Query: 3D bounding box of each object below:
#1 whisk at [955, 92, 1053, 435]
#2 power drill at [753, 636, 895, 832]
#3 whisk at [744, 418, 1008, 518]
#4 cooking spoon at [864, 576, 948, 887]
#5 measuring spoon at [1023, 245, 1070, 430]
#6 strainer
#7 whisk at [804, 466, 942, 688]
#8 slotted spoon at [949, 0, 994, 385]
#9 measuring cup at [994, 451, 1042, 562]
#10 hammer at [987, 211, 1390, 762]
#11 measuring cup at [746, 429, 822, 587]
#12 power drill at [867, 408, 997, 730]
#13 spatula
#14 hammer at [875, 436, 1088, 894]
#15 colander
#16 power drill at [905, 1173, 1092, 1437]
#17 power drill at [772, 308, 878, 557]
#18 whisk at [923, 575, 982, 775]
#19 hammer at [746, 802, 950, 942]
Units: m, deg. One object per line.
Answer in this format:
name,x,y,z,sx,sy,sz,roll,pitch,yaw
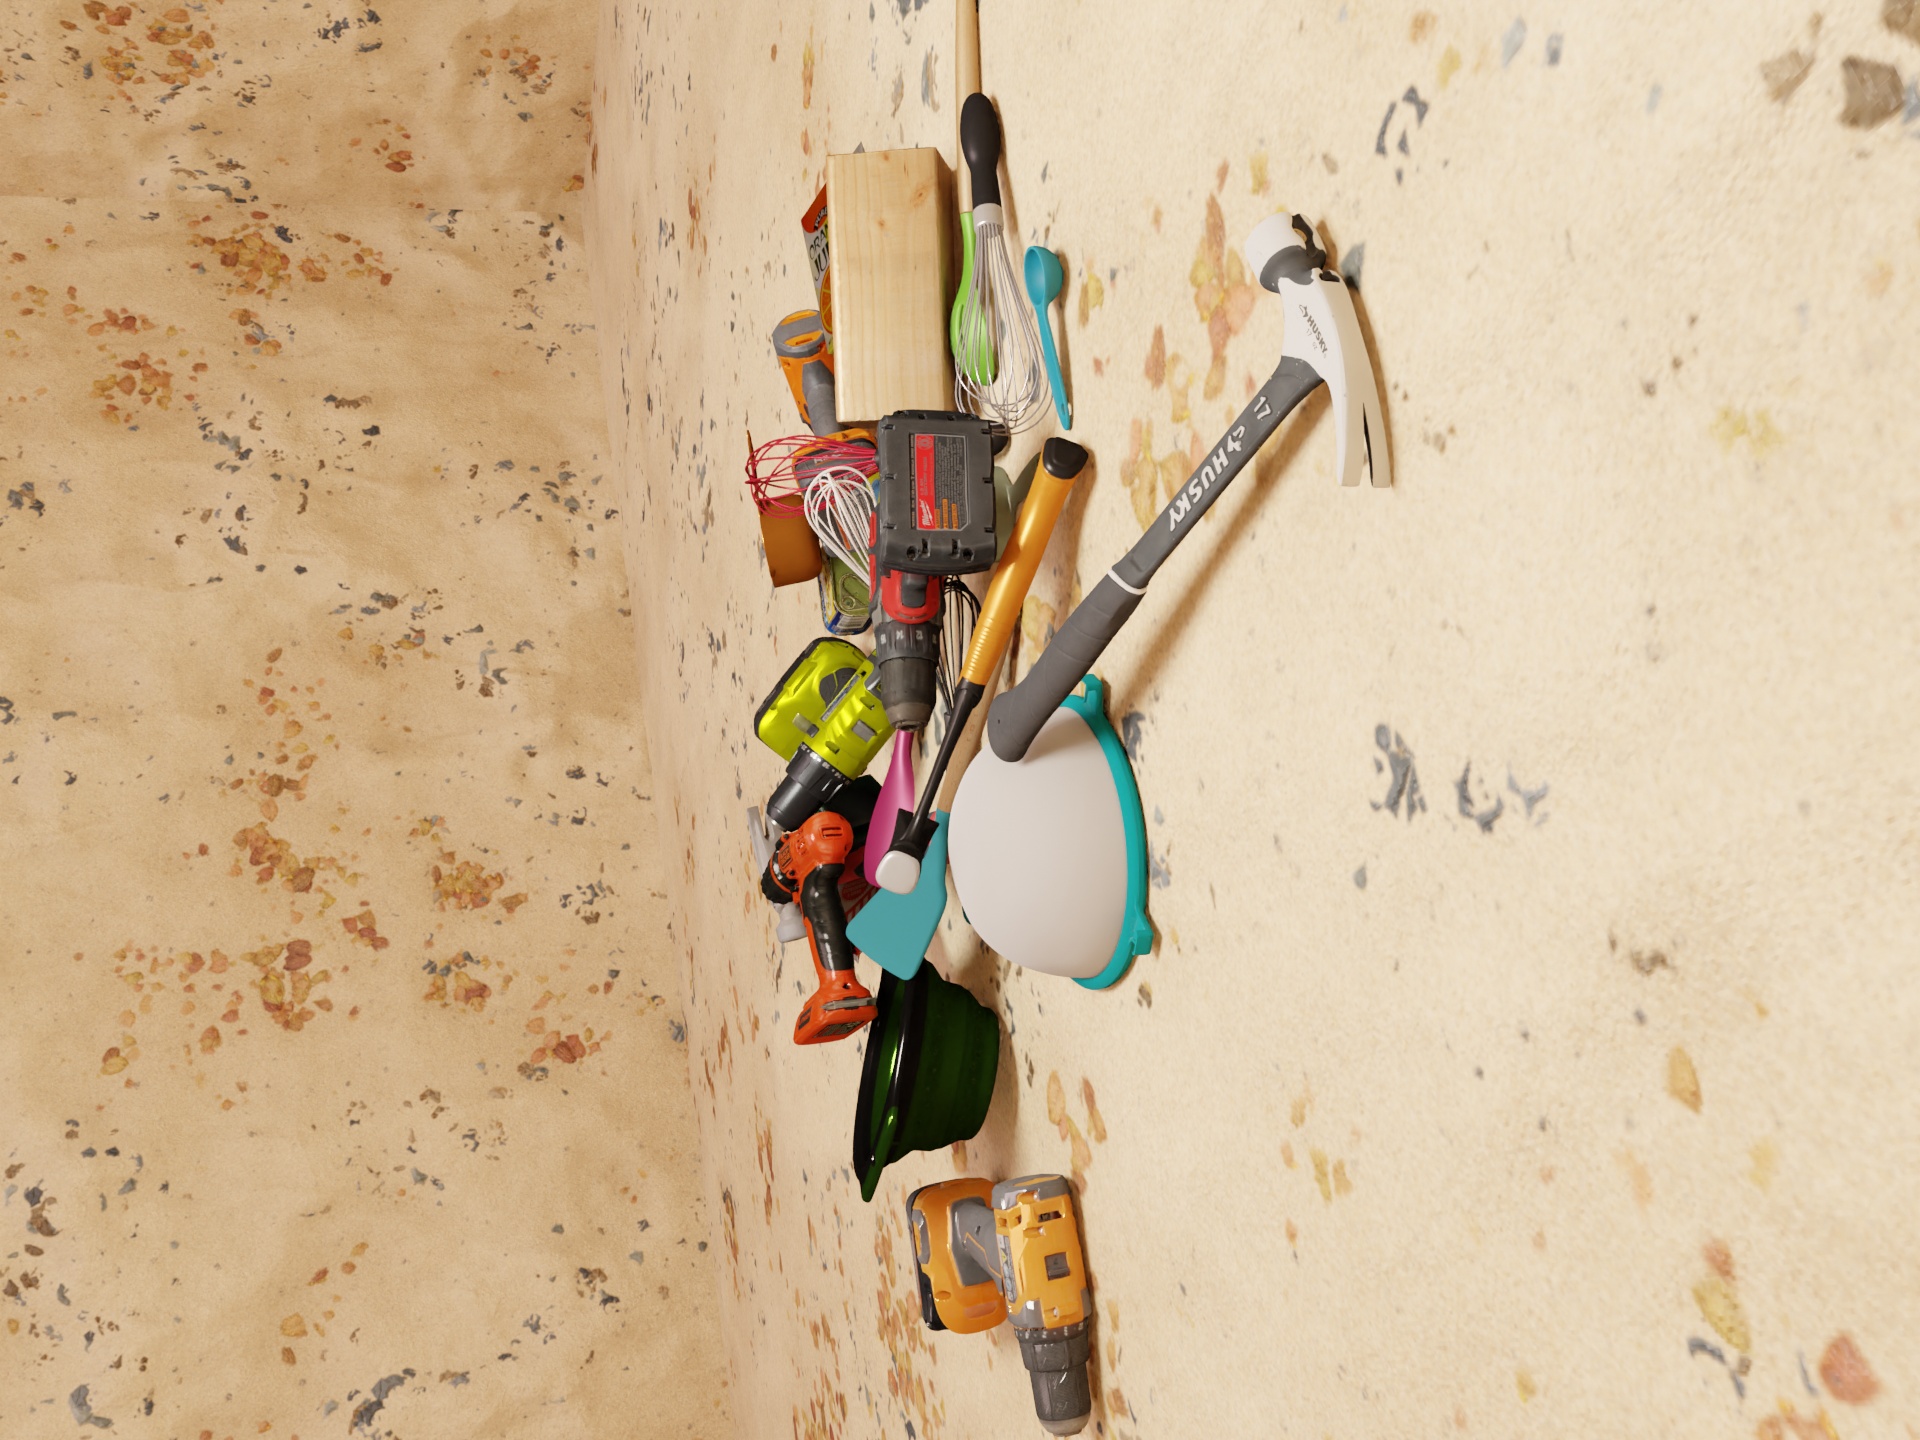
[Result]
whisk,0.024,-0.338,1.164,0.070,0.070,0.285,135,134,-66
power drill,-0.131,0.007,1.531,0.190,0.080,0.229,-51,19,-2
whisk,-0.077,-0.214,1.314,0.296,0.073,0.073,-2,92,41
cooking spoon,-0.041,-0.016,1.348,0.069,0.017,0.319,11,89,60
measuring spoon,0.069,-0.267,1.108,0.042,0.021,0.128,-171,68,-75
strainer,0.027,0.109,1.181,0.340,0.095,0.211,134,129,-64
whisk,-0.066,-0.114,1.345,0.058,0.059,0.246,53,172,50
slotted spoon,0.006,-0.420,1.236,0.070,0.031,0.314,-162,71,-75
measuring cup,0.025,-0.171,1.211,0.167,0.038,0.083,144,120,-71
hammer,0.108,-0.087,0.913,0.408,0.036,0.149,-54,46,51
measuring cup,-0.167,-0.206,1.516,0.095,0.052,0.173,-102,4,-46
power drill,-0.030,-0.107,1.176,0.226,0.080,0.188,117,153,-71
spatula,-0.010,0.048,1.256,0.082,0.044,0.317,30,110,39
hammer,0.016,-0.043,1.138,0.127,0.034,0.336,-71,3,-72
colander,-0.024,0.243,1.399,0.397,0.094,0.204,-90,15,-56
power drill,0.036,0.454,1.263,0.226,0.084,0.185,149,114,-64
power drill,-0.119,-0.266,1.531,0.164,0.084,0.227,71,-177,-52
whisk,-0.001,-0.004,1.324,0.055,0.055,0.239,-145,49,-66
hammer,-0.102,0.114,1.469,0.386,0.038,0.143,-26,78,58
